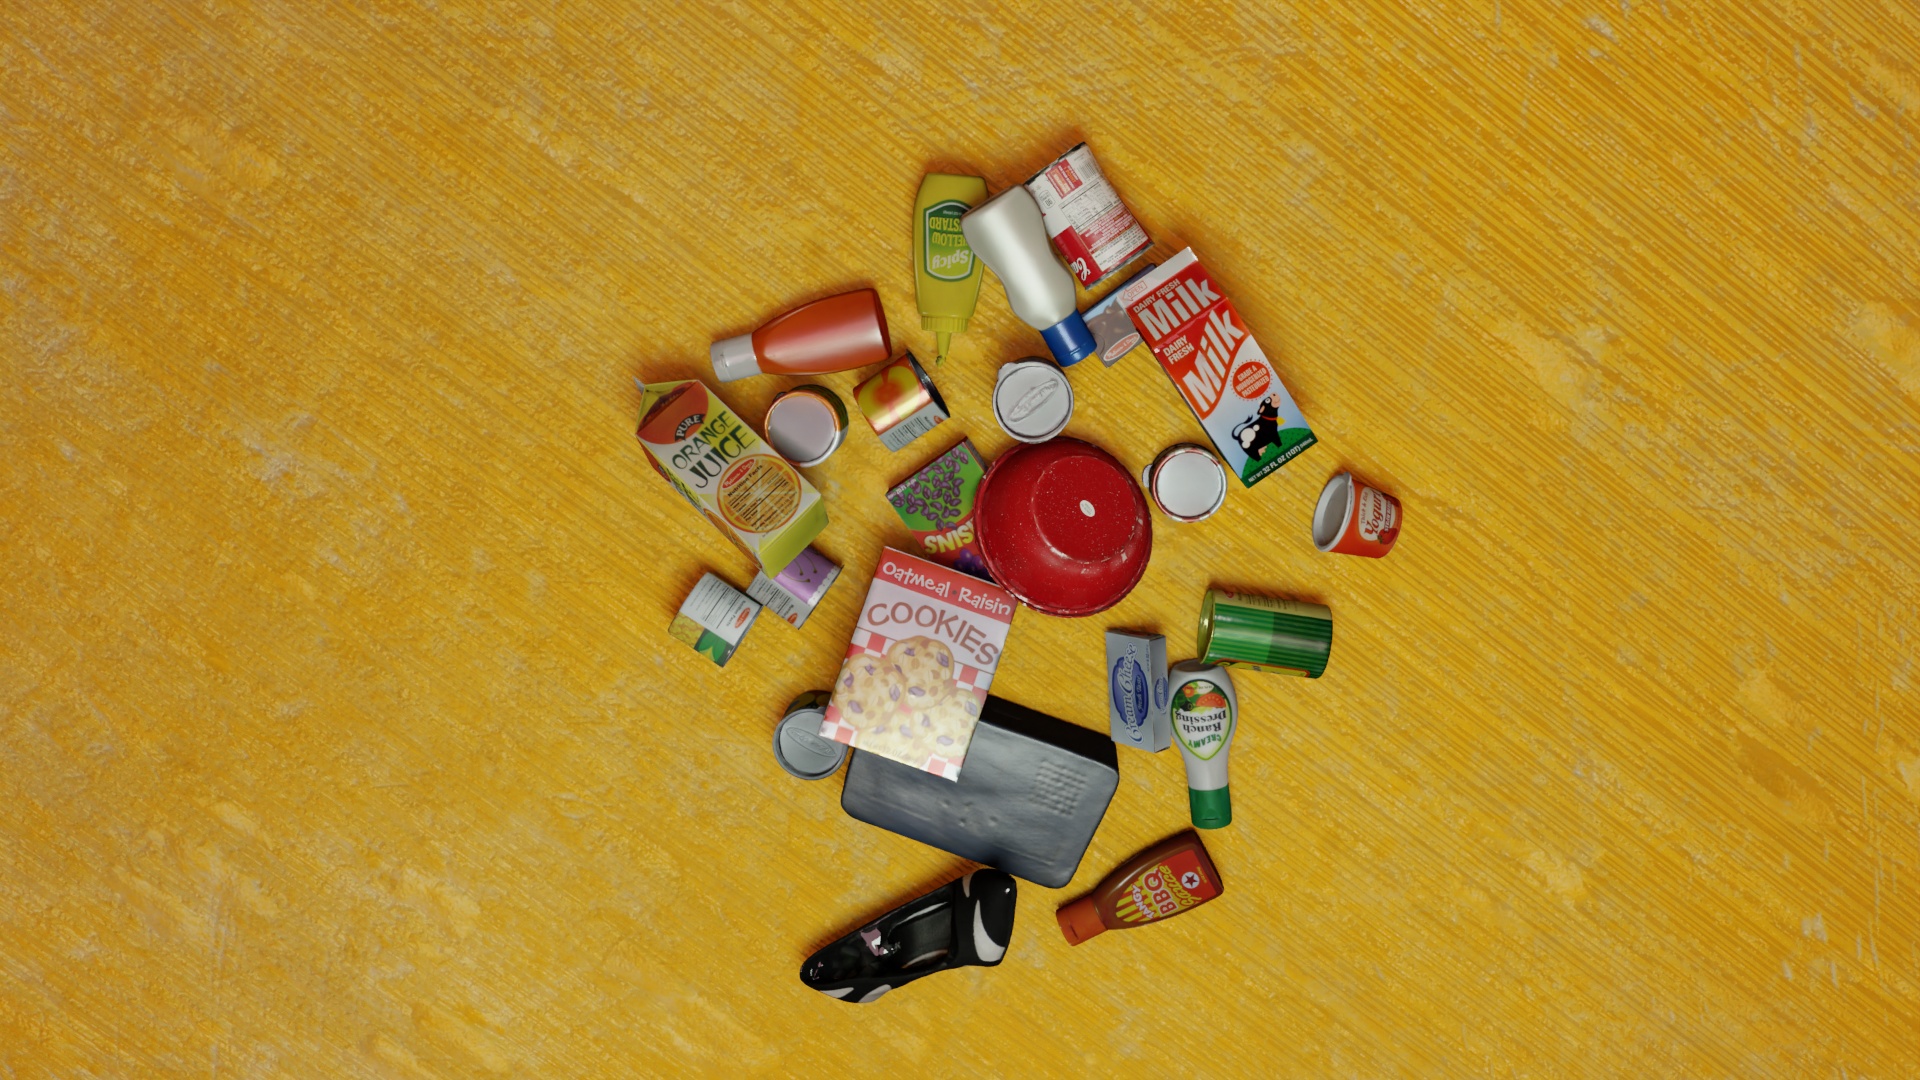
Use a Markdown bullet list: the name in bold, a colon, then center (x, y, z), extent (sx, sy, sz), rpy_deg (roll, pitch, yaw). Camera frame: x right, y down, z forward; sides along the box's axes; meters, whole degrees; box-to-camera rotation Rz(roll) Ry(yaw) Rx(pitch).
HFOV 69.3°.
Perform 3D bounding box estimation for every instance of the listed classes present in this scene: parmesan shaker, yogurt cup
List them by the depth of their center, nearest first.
- **yogurt cup**: center (0.338, -0.017, 1.179), extent (0.054, 0.072, 0.072), rpy_deg (15, 101, -9)
- **parmesan shaker**: center (0.261, 0.081, 1.195), extent (0.103, 0.071, 0.071), rpy_deg (8, 101, 1)

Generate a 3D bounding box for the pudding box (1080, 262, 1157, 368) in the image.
- **pudding box**: center (0.142, -0.190, 1.170), extent (0.083, 0.030, 0.049), rpy_deg (-37, 98, 8)

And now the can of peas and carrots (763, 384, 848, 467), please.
- **can of peas and carrots**: center (-0.133, -0.100, 1.184), extent (0.071, 0.059, 0.070), rpy_deg (0, 101, 2)

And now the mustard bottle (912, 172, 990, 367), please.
- **mustard bottle**: center (-0.009, -0.224, 1.160), extent (0.065, 0.049, 0.159), rpy_deg (3, 101, -1)

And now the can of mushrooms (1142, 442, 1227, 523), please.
- **can of mushrooms**: center (0.193, -0.050, 1.193), extent (0.071, 0.033, 0.071), rpy_deg (0, 102, 2)

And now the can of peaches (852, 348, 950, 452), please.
- **can of peaches**: center (-0.051, -0.118, 1.175), extent (0.058, 0.071, 0.071), rpy_deg (-33, 98, 9)

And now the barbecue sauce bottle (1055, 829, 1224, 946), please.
- **barbecue sauce bottle**: center (0.160, 0.321, 1.259), extent (0.148, 0.044, 0.064), rpy_deg (-27, 99, 7)

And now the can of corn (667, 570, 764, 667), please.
- **can of corn**: center (-0.215, 0.070, 1.217), extent (0.058, 0.071, 0.071), rpy_deg (33, 101, -3)

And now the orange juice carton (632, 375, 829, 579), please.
- **orange juice carton**: center (-0.203, -0.063, 1.161), extent (0.193, 0.071, 0.073), rpy_deg (42, 76, 13)

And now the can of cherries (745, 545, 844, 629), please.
- **can of cherries**: center (-0.143, 0.033, 1.208), extent (0.058, 0.071, 0.071), rpy_deg (35, 100, -4)

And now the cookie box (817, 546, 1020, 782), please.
- **cookie box**: center (-0.033, 0.102, 1.167), extent (0.123, 0.040, 0.167), rpy_deg (19, 85, -1)

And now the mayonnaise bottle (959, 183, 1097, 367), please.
- **mayonnaise bottle**: center (0.060, -0.212, 1.128), extent (0.064, 0.041, 0.147), rpy_deg (-29, 108, 9)

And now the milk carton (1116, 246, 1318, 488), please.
- **milk carton**: center (0.206, -0.144, 1.134), extent (0.072, 0.074, 0.190), rpy_deg (-34, 111, 8)

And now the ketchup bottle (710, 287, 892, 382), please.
- **ketchup bottle**: center (-0.136, -0.168, 1.179), extent (0.149, 0.043, 0.064), rpy_deg (-13, 99, 5)

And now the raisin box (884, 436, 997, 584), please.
- **raisin box**: center (0.004, -0.015, 1.204), extent (0.086, 0.040, 0.123), rpy_deg (-34, 97, 8)

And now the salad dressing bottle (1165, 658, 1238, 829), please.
- **salad dressing bottle**: center (0.216, 0.181, 1.230), extent (0.064, 0.044, 0.147), rpy_deg (-6, 101, 10)

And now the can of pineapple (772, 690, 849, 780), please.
- **can of pineapple**: center (-0.128, 0.171, 1.235), extent (0.071, 0.058, 0.071), rpy_deg (0, 101, 2)

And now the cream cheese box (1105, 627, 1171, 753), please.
- **cream cheese box**: center (0.156, 0.130, 1.219), extent (0.024, 0.053, 0.103), rpy_deg (-13, 104, -40)

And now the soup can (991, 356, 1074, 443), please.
- **soup can**: center (0.059, -0.122, 1.159), extent (0.071, 0.084, 0.071), rpy_deg (0, 101, 2)
